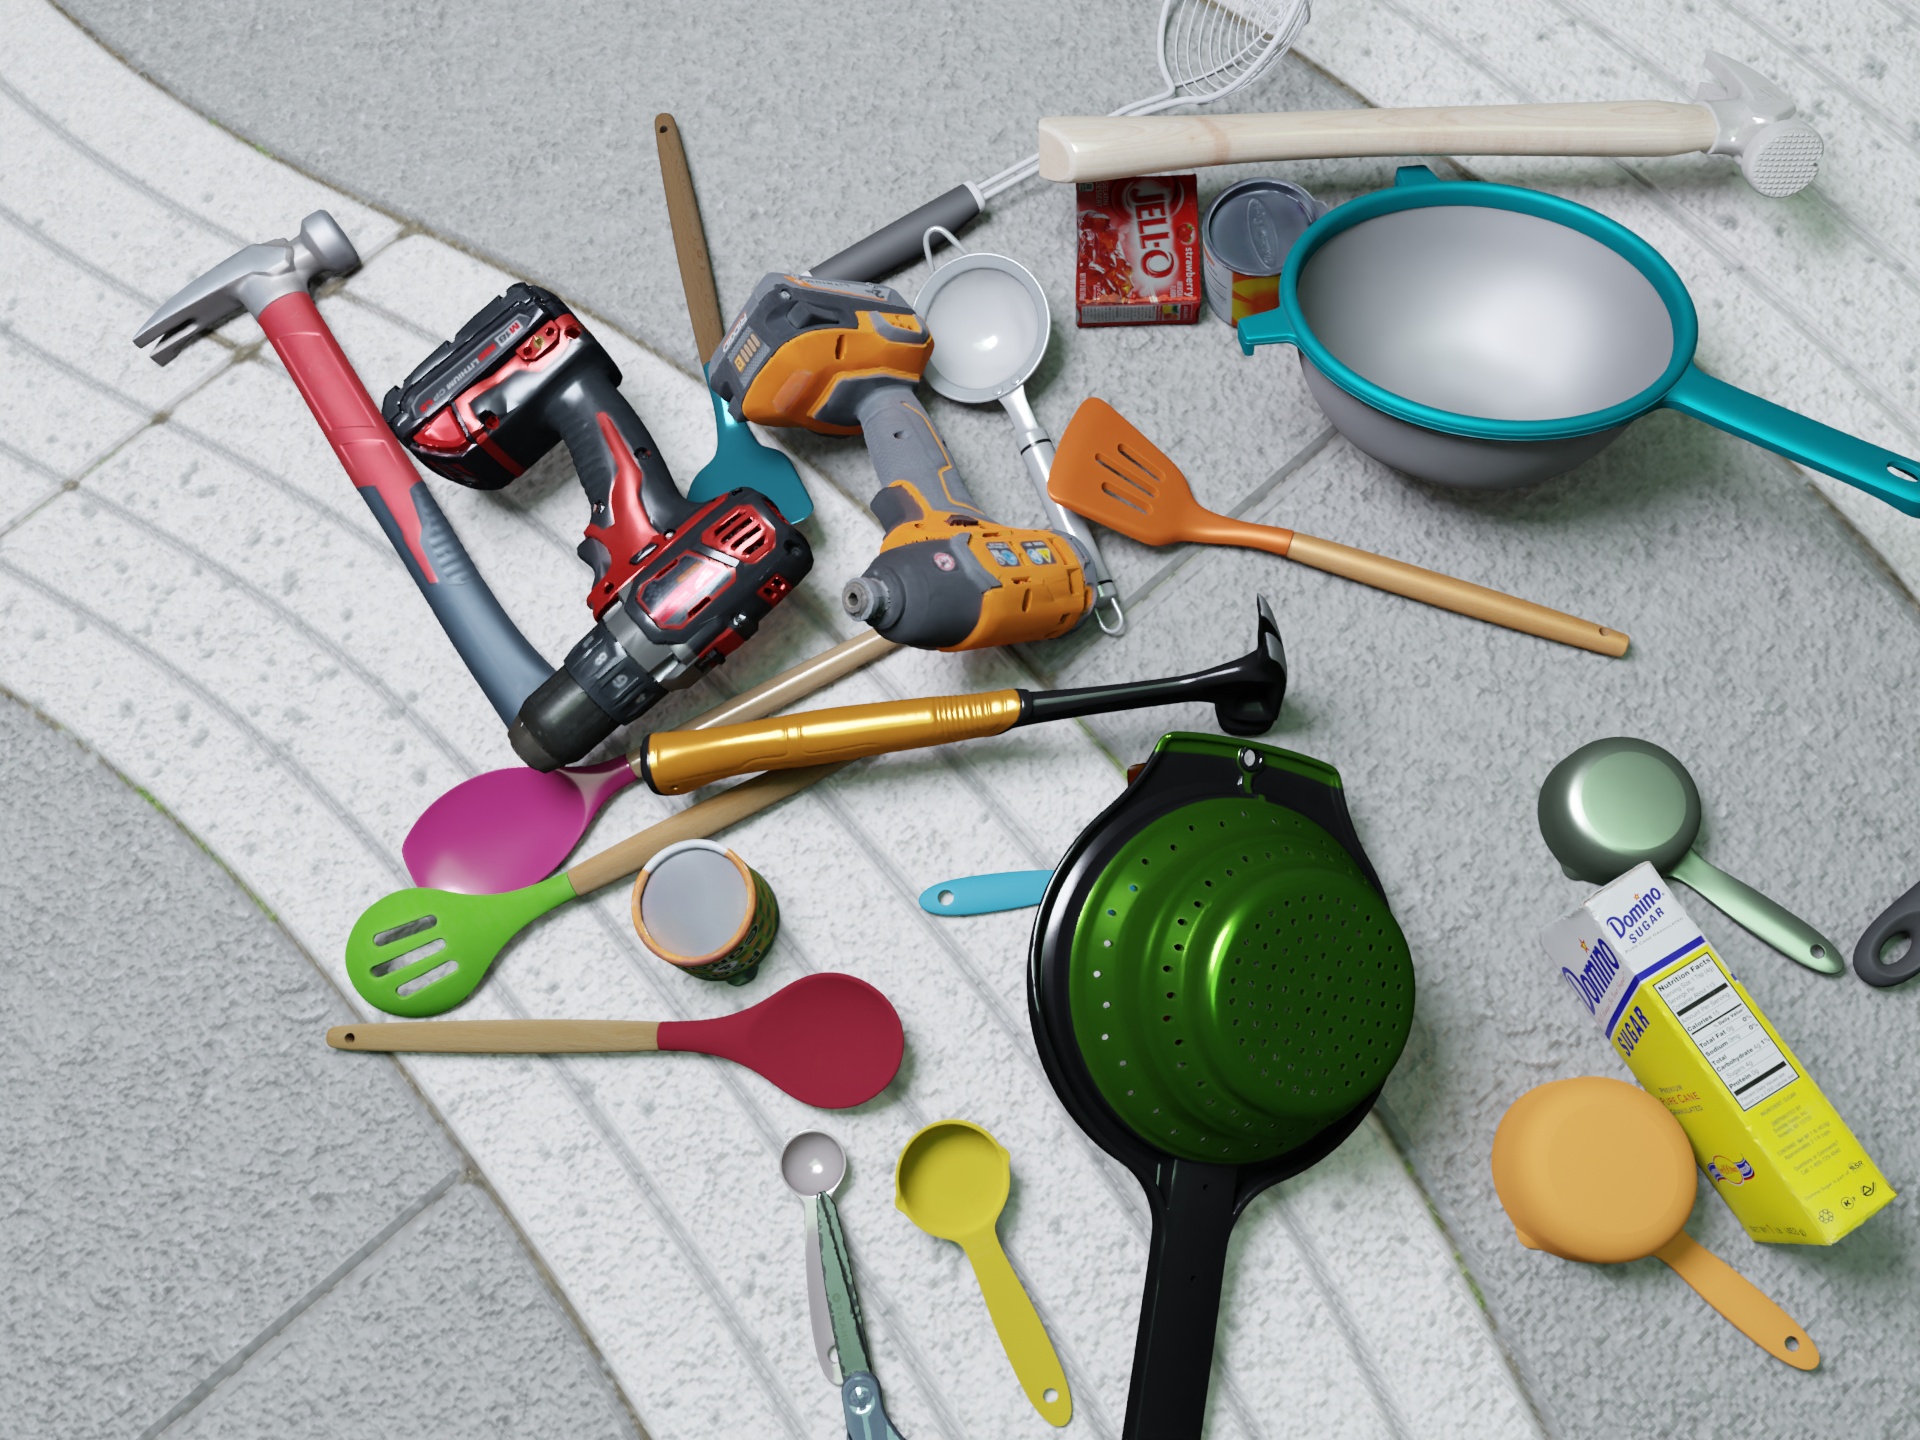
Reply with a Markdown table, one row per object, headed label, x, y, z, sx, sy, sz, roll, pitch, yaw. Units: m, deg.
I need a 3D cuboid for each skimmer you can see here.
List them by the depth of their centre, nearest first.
| label | x | y | z | sx | sy | sz | roll | pitch | yaw |
| --- | --- | --- | --- | --- | --- | --- | --- | --- | --- |
| skimmer | 0.051 | -0.366 | 0.944 | 0.363 | 0.090 | 0.127 | -30 | 45 | -2 |

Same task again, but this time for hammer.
| label | x | y | z | sx | sy | sz | roll | pitch | yaw |
| --- | --- | --- | --- | --- | --- | --- | --- | --- | --- |
| hammer | -0.001 | -0.003 | 0.820 | 0.337 | 0.127 | 0.034 | -8 | 70 | 4 |
| hammer | 0.250 | -0.335 | 0.898 | 0.410 | 0.038 | 0.146 | 0 | 39 | 3 |
| hammer | -0.348 | -0.128 | 0.937 | 0.143 | 0.038 | 0.386 | -34 | 73 | -4 |

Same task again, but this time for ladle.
| label | x | y | z | sx | sy | sz | roll | pitch | yaw |
| --- | --- | --- | --- | --- | --- | --- | --- | --- | --- |
| ladle | -0.183 | 0.167 | 0.835 | 0.315 | 0.031 | 0.069 | -1 | 81 | 7 |

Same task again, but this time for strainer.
| label | x | y | z | sx | sy | sz | roll | pitch | yaw |
| --- | --- | --- | --- | --- | --- | --- | --- | --- | --- |
| strainer | 0.324 | -0.162 | 0.832 | 0.340 | 0.095 | 0.211 | 31 | 58 | 22 |
| strainer | 0.038 | -0.165 | 0.910 | 0.087 | 0.050 | 0.258 | -26 | 77 | 18 |

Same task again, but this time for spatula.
| label | x | y | z | sx | sy | sz | roll | pitch | yaw |
| --- | --- | --- | --- | --- | --- | --- | --- | --- | --- |
| spatula | 0.206 | -0.095 | 0.870 | 0.322 | 0.041 | 0.081 | 19 | 59 | 9 |
| spatula | -0.152 | -0.239 | 0.948 | 0.082 | 0.044 | 0.318 | -16 | 71 | 6 |

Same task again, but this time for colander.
| label | x | y | z | sx | sy | sz | roll | pitch | yaw |
| --- | --- | --- | --- | --- | --- | --- | --- | --- | --- |
| colander | 0.128 | 0.203 | 0.730 | 0.204 | 0.094 | 0.397 | 11 | 83 | -19 |

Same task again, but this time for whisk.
| label | x | y | z | sx | sy | sz | roll | pitch | yaw |
| --- | --- | --- | --- | --- | --- | --- | --- | --- | --- |
| whisk | 0.556 | 0.027 | 0.793 | 0.296 | 0.073 | 0.073 | -43 | 74 | -1 |

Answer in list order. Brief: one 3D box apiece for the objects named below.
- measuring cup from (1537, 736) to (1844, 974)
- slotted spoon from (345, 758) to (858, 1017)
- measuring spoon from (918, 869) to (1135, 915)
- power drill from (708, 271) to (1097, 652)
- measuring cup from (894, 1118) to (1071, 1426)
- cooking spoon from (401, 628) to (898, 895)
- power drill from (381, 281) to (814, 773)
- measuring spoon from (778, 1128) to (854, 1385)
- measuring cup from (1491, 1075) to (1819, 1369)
| label | x | y | z | sx | sy | sz | roll | pitch | yaw |
| --- | --- | --- | --- | --- | --- | --- | --- | --- | --- |
| measuring cup | 0.374 | 0.071 | 0.803 | 0.168 | 0.038 | 0.083 | 37 | 80 | 17 |
| slotted spoon | -0.187 | 0.075 | 0.862 | 0.314 | 0.031 | 0.070 | -26 | 93 | -5 |
| measuring spoon | 0.041 | 0.086 | 0.840 | 0.128 | 0.021 | 0.042 | -8 | 72 | 1 |
| power drill | -0.041 | -0.132 | 0.848 | 0.084 | 0.164 | 0.227 | -47 | 67 | 35 |
| measuring cup | 0.017 | 0.272 | 0.789 | 0.062 | 0.029 | 0.156 | -25 | 84 | -2 |
| cooking spoon | -0.159 | 0.014 | 0.883 | 0.319 | 0.017 | 0.069 | -27 | 92 | -4 |
| power drill | -0.212 | -0.101 | 0.858 | 0.188 | 0.080 | 0.227 | -42 | 76 | -1 |
| measuring spoon | -0.069 | 0.269 | 0.802 | 0.034 | 0.018 | 0.124 | -7 | 79 | -4 |
| measuring cup | 0.334 | 0.240 | 0.747 | 0.174 | 0.052 | 0.095 | 41 | 81 | 17 |
